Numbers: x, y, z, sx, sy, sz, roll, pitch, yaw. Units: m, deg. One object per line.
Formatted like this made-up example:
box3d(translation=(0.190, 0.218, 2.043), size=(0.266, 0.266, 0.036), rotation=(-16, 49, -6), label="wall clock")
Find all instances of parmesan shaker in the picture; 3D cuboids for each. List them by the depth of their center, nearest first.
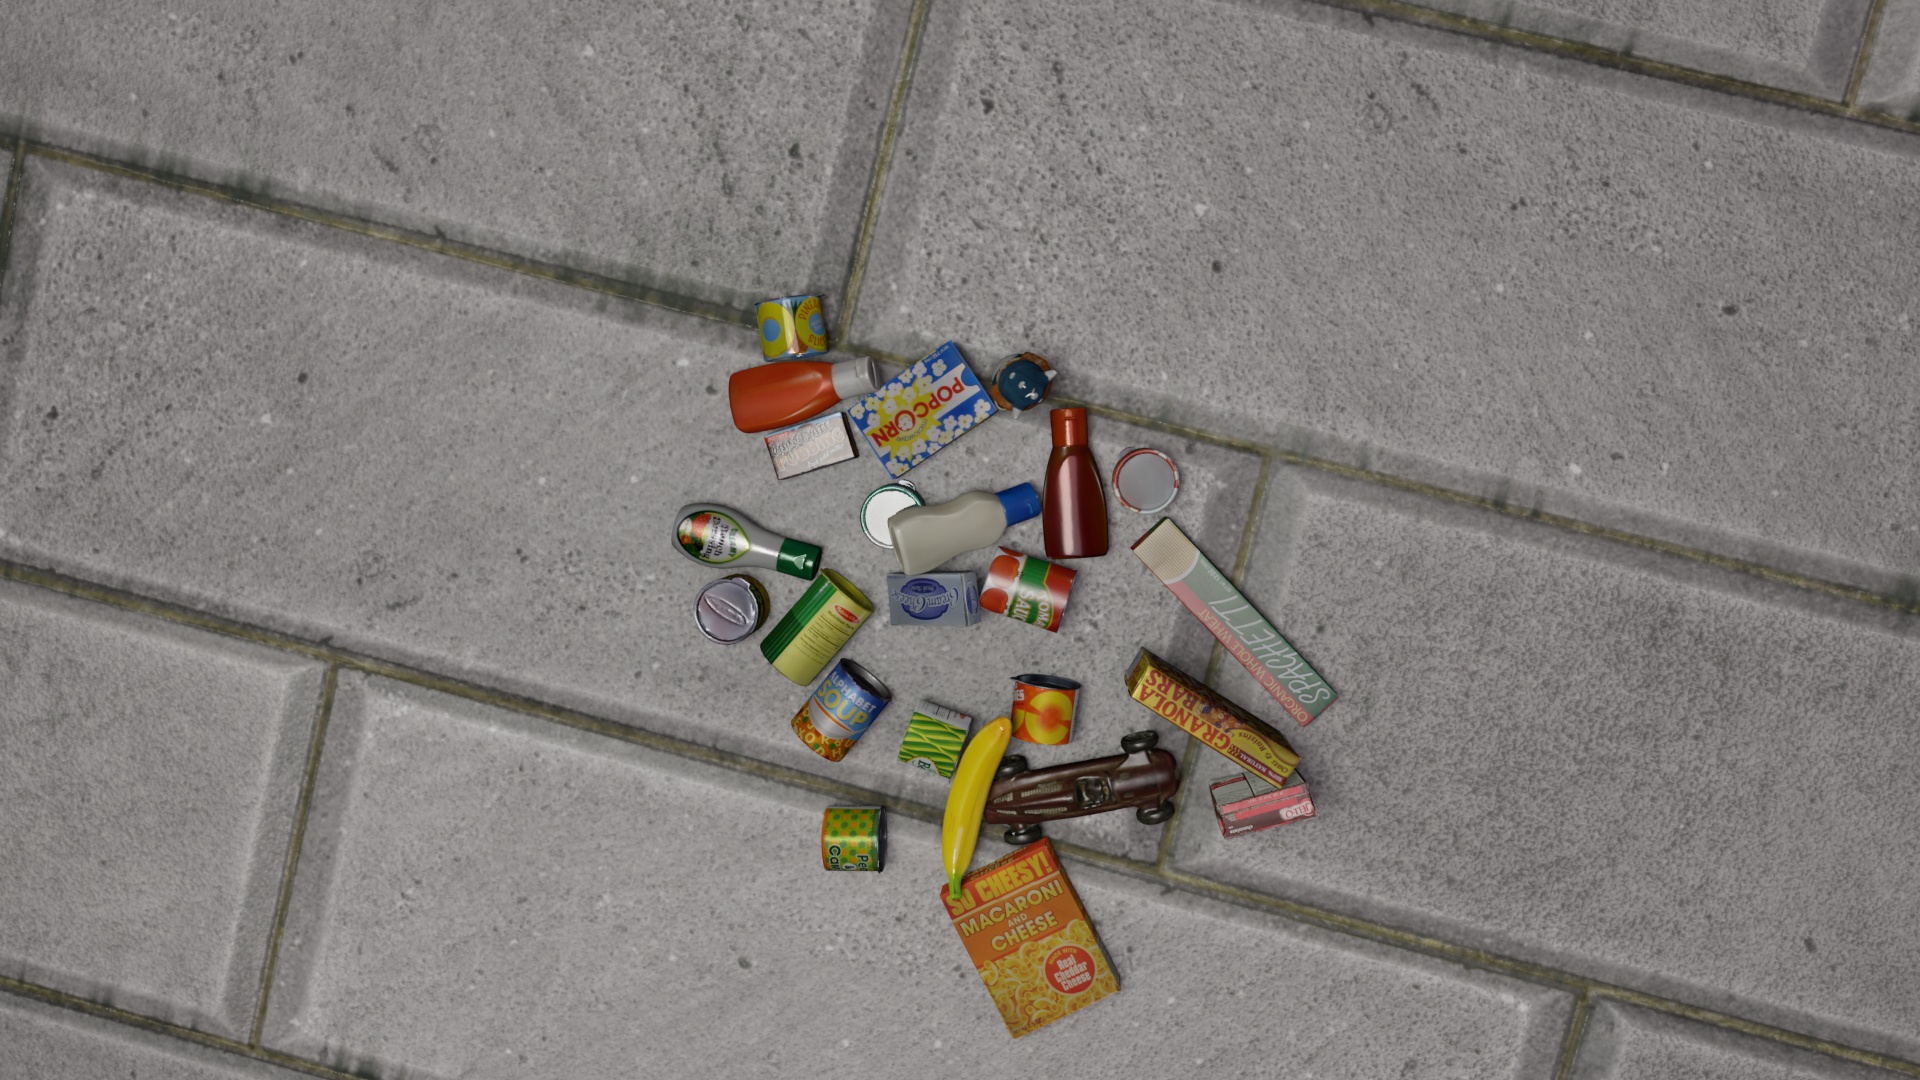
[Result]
box3d(translation=(-0.147, 0.086, 1.393), size=(0.071, 0.071, 0.103), rotation=(42, 97, 0), label="parmesan shaker")

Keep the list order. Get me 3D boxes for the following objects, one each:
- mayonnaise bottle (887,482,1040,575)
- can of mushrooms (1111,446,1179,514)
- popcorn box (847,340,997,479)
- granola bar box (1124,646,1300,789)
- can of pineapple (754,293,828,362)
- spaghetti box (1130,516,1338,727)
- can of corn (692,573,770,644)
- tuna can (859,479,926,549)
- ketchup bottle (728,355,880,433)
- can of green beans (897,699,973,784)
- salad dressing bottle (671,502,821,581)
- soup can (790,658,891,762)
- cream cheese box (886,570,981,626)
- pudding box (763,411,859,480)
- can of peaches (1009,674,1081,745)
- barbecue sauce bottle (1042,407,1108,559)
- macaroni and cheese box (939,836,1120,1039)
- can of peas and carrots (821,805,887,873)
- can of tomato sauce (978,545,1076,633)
box3d(translation=(0.005, -0.017, 1.370), size=(0.148, 0.041, 0.064), rotation=(-20, 119, -13), label="mayonnaise bottle")
box3d(translation=(0.182, -0.061, 1.377), size=(0.071, 0.033, 0.071), rotation=(0, 95, 5), label="can of mushrooms")
box3d(translation=(-0.037, -0.129, 1.386), size=(0.126, 0.038, 0.085), rotation=(-33, 90, 6), label="popcorn box")
box3d(translation=(0.239, 0.170, 1.343), size=(0.165, 0.124, 0.039), rotation=(32, 95, 2), label="granola bar box")
box3d(translation=(-0.165, -0.210, 1.374), size=(0.071, 0.071, 0.058), rotation=(-8, 95, 5), label="can of pineapple")
box3d(translation=(0.273, 0.081, 1.383), size=(0.050, 0.029, 0.250), rotation=(-44, 90, 7), label="spaghetti box")
box3d(translation=(-0.229, 0.066, 1.403), size=(0.071, 0.058, 0.071), rotation=(0, 94, 4), label="can of corn")
box3d(translation=(-0.066, -0.026, 1.397), size=(0.071, 0.033, 0.071), rotation=(0, 95, 4), label="tuna can")
box3d(translation=(-0.155, -0.150, 1.375), size=(0.149, 0.043, 0.065), rotation=(-10, 81, 17), label="ketchup bottle")
box3d(translation=(-0.025, 0.199, 1.393), size=(0.058, 0.071, 0.071), rotation=(20, 95, 3), label="can of green beans")
box3d(translation=(-0.215, 0.004, 1.405), size=(0.148, 0.044, 0.064), rotation=(15, 94, 3), label="salad dressing bottle")
box3d(translation=(-0.121, 0.171, 1.396), size=(0.071, 0.071, 0.083), rotation=(39, 96, 1), label="soup can")
box3d(translation=(-0.028, 0.057, 1.378), size=(0.103, 0.024, 0.053), rotation=(-2, 96, 40), label="cream cheese box")
box3d(translation=(-0.150, -0.095, 1.400), size=(0.084, 0.030, 0.049), rotation=(-16, 92, 5), label="pudding box")
box3d(translation=(0.081, 0.168, 1.384), size=(0.071, 0.071, 0.058), rotation=(7, 96, 4), label="can of peaches")
box3d(translation=(0.111, -0.057, 1.377), size=(0.065, 0.044, 0.148), rotation=(-4, 93, -1), label="barbecue sauce bottle")
box3d(translation=(0.071, 0.403, 1.414), size=(0.123, 0.040, 0.166), rotation=(-27, 92, 6), label="macaroni and cheese box")
box3d(translation=(-0.107, 0.303, 1.405), size=(0.059, 0.071, 0.071), rotation=(0, 94, 5), label="can of peas and carrots")
box3d(translation=(0.066, 0.049, 1.375), size=(0.083, 0.071, 0.071), rotation=(18, 95, 3), label="can of tomato sauce")
